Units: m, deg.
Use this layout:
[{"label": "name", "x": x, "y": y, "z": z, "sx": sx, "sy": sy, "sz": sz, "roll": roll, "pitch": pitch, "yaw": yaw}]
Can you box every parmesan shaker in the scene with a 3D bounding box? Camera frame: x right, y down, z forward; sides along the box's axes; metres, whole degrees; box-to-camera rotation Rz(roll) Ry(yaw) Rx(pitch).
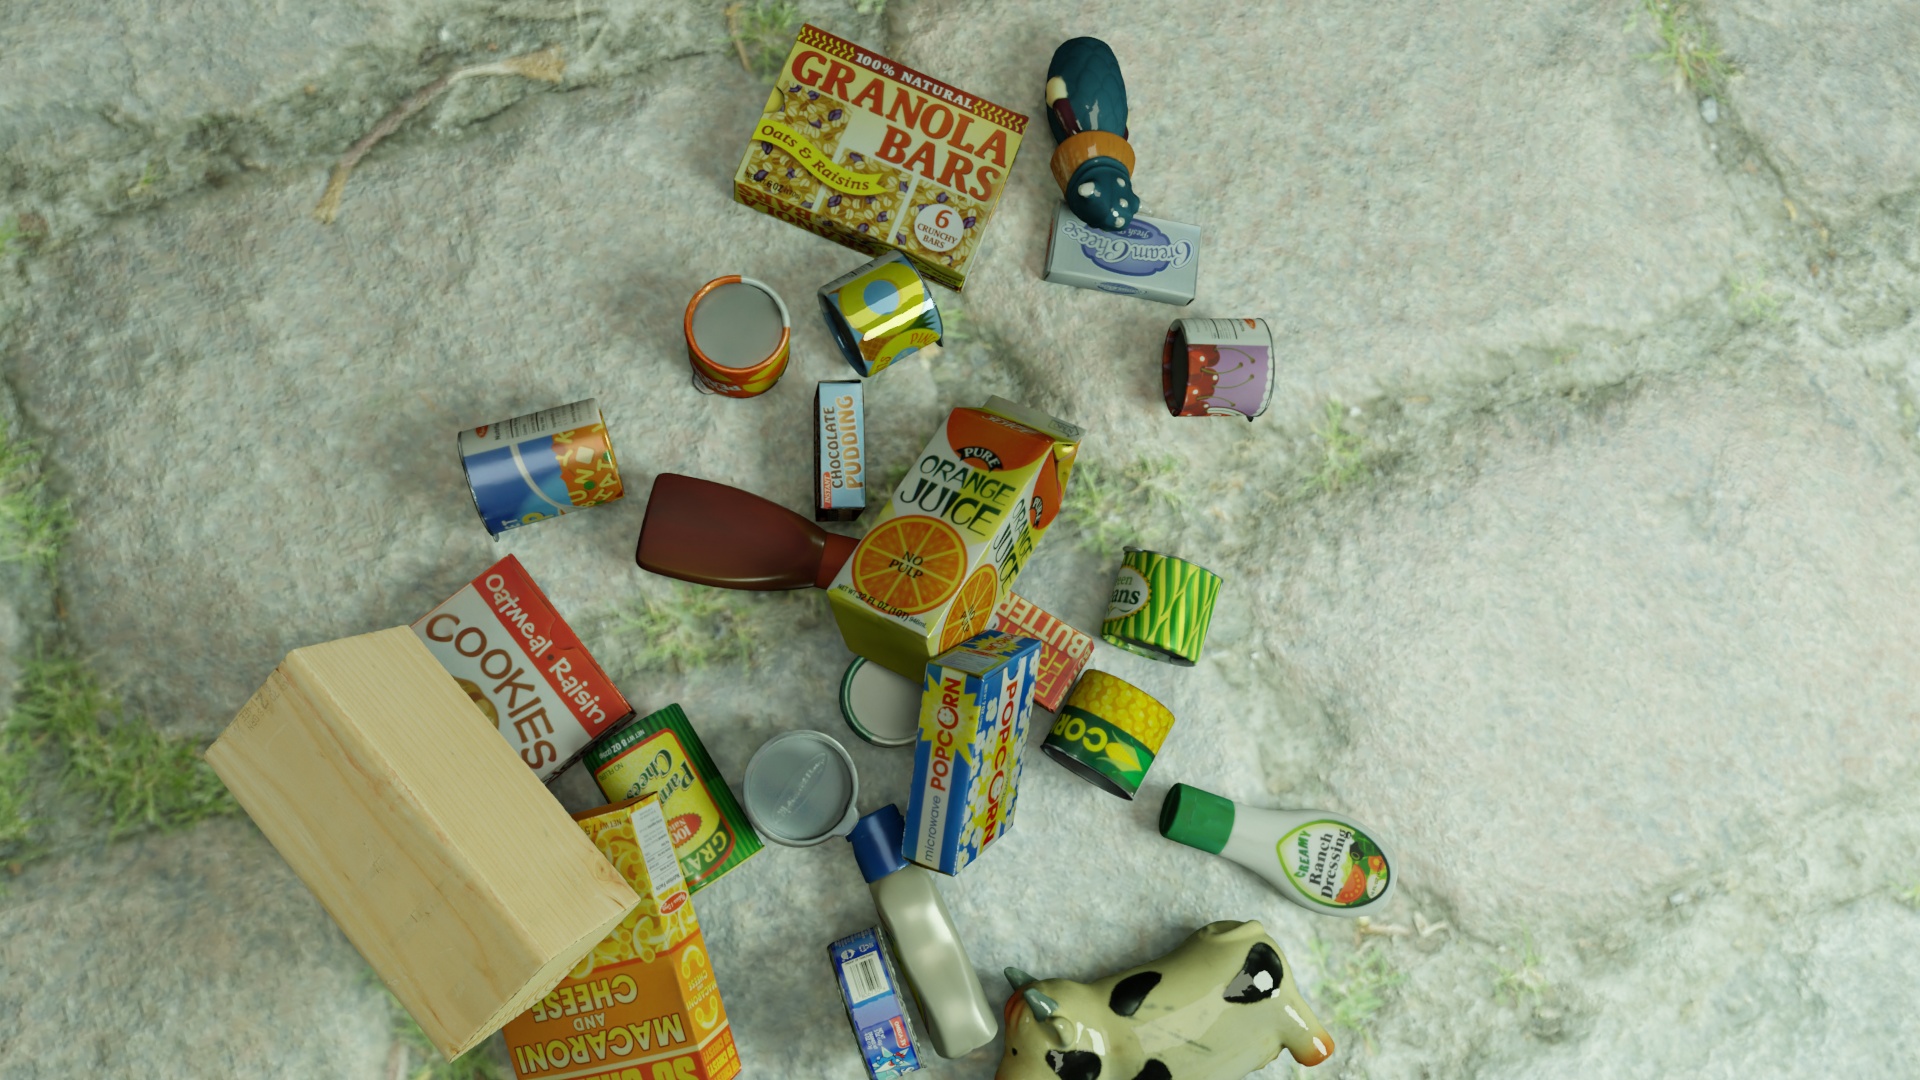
[{"label": "parmesan shaker", "x": -0.174, "y": 0.158, "z": 0.828, "sx": 0.071, "sy": 0.071, "sz": 0.103, "roll": -32, "pitch": 86, "yaw": -11}]

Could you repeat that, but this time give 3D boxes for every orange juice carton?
[{"label": "orange juice carton", "x": 0.003, "y": -0.011, "z": 0.858, "sx": 0.072, "sy": 0.072, "sz": 0.193, "roll": 23, "pitch": 63, "yaw": 21}]

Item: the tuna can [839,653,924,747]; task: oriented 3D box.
[{"label": "tuna can", "x": -0.043, "y": 0.095, "z": 0.873, "sx": 0.071, "sy": 0.032, "sz": 0.071, "roll": 1, "pitch": 81, "yaw": -8}]

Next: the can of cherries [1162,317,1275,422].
[{"label": "can of cherries", "x": 0.170, "y": -0.112, "z": 0.922, "sx": 0.058, "sy": 0.071, "sz": 0.071, "roll": -1, "pitch": 81, "yaw": -8}]

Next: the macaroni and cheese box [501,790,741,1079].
[{"label": "macaroni and cheese box", "x": -0.208, "y": 0.240, "z": 0.789, "sx": 0.123, "sy": 0.040, "sz": 0.166, "roll": -18, "pitch": 89, "yaw": 18}]

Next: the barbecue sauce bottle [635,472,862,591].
[{"label": "barbecue sauce bottle", "x": -0.124, "y": 0.004, "z": 0.873, "sx": 0.149, "sy": 0.043, "sz": 0.065, "roll": 13, "pitch": 79, "yaw": -6}]

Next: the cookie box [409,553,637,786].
[{"label": "cookie box", "x": -0.299, "y": 0.108, "z": 0.832, "sx": 0.168, "sy": 0.040, "sz": 0.123, "roll": -38, "pitch": 87, "yaw": -12}]

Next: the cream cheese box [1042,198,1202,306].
[{"label": "cream cheese box", "x": 0.111, "y": -0.196, "z": 0.949, "sx": 0.104, "sy": 0.024, "sz": 0.053, "roll": 9, "pitch": 80, "yaw": -6}]

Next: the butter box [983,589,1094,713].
[{"label": "butter box", "x": 0.028, "y": 0.061, "z": 0.880, "sx": 0.103, "sy": 0.024, "sz": 0.053, "roll": 31, "pitch": 77, "yaw": 15}]

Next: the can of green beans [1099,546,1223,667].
[{"label": "can of green beans", "x": 0.128, "y": 0.044, "z": 0.889, "sx": 0.071, "sy": 0.071, "sz": 0.058, "roll": 20, "pitch": 79, "yaw": -4}]

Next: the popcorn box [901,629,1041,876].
[{"label": "popcorn box", "x": 0.007, "y": 0.124, "z": 0.825, "sx": 0.038, "sy": 0.085, "sz": 0.126, "roll": 15, "pitch": 106, "yaw": 24}]

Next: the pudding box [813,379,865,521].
[{"label": "pudding box", "x": -0.077, "y": -0.057, "z": 0.886, "sx": 0.030, "sy": 0.049, "sz": 0.084, "roll": 0, "pitch": 81, "yaw": -9}]

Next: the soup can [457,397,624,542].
[{"label": "soup can", "x": -0.255, "y": -0.043, "z": 0.853, "sx": 0.084, "sy": 0.071, "sz": 0.071, "roll": -16, "pitch": 83, "yaw": -10}]

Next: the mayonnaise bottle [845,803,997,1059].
[{"label": "mayonnaise bottle", "x": -0.026, "y": 0.234, "z": 0.839, "sx": 0.041, "sy": 0.064, "sz": 0.148, "roll": -24, "pitch": 81, "yaw": -9}]

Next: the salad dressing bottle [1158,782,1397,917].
[{"label": "salad dressing bottle", "x": 0.201, "y": 0.194, "z": 0.884, "sx": 0.148, "sy": 0.044, "sz": 0.064, "roll": 19, "pitch": 80, "yaw": -4}]

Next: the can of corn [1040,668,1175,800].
[{"label": "can of corn", "x": 0.091, "y": 0.120, "z": 0.869, "sx": 0.071, "sy": 0.071, "sz": 0.058, "roll": 32, "pitch": 77, "yaw": -2}]

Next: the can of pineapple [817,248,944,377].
[{"label": "can of pineapple", "x": -0.051, "y": -0.145, "z": 0.897, "sx": 0.058, "sy": 0.071, "sz": 0.071, "roll": -30, "pitch": 86, "yaw": -11}]

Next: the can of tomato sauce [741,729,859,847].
[{"label": "can of tomato sauce", "x": -0.095, "y": 0.148, "z": 0.831, "sx": 0.071, "sy": 0.083, "sz": 0.071, "roll": 1, "pitch": 81, "yaw": -8}]

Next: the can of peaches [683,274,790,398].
[{"label": "can of peaches", "x": -0.143, "y": -0.128, "z": 0.885, "sx": 0.071, "sy": 0.058, "sz": 0.071, "roll": 1, "pitch": 80, "yaw": -8}]

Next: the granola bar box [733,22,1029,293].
[{"label": "granola bar box", "x": -0.052, "y": -0.256, "z": 0.929, "sx": 0.165, "sy": 0.039, "sz": 0.124, "roll": 22, "pitch": 78, "yaw": -4}]
